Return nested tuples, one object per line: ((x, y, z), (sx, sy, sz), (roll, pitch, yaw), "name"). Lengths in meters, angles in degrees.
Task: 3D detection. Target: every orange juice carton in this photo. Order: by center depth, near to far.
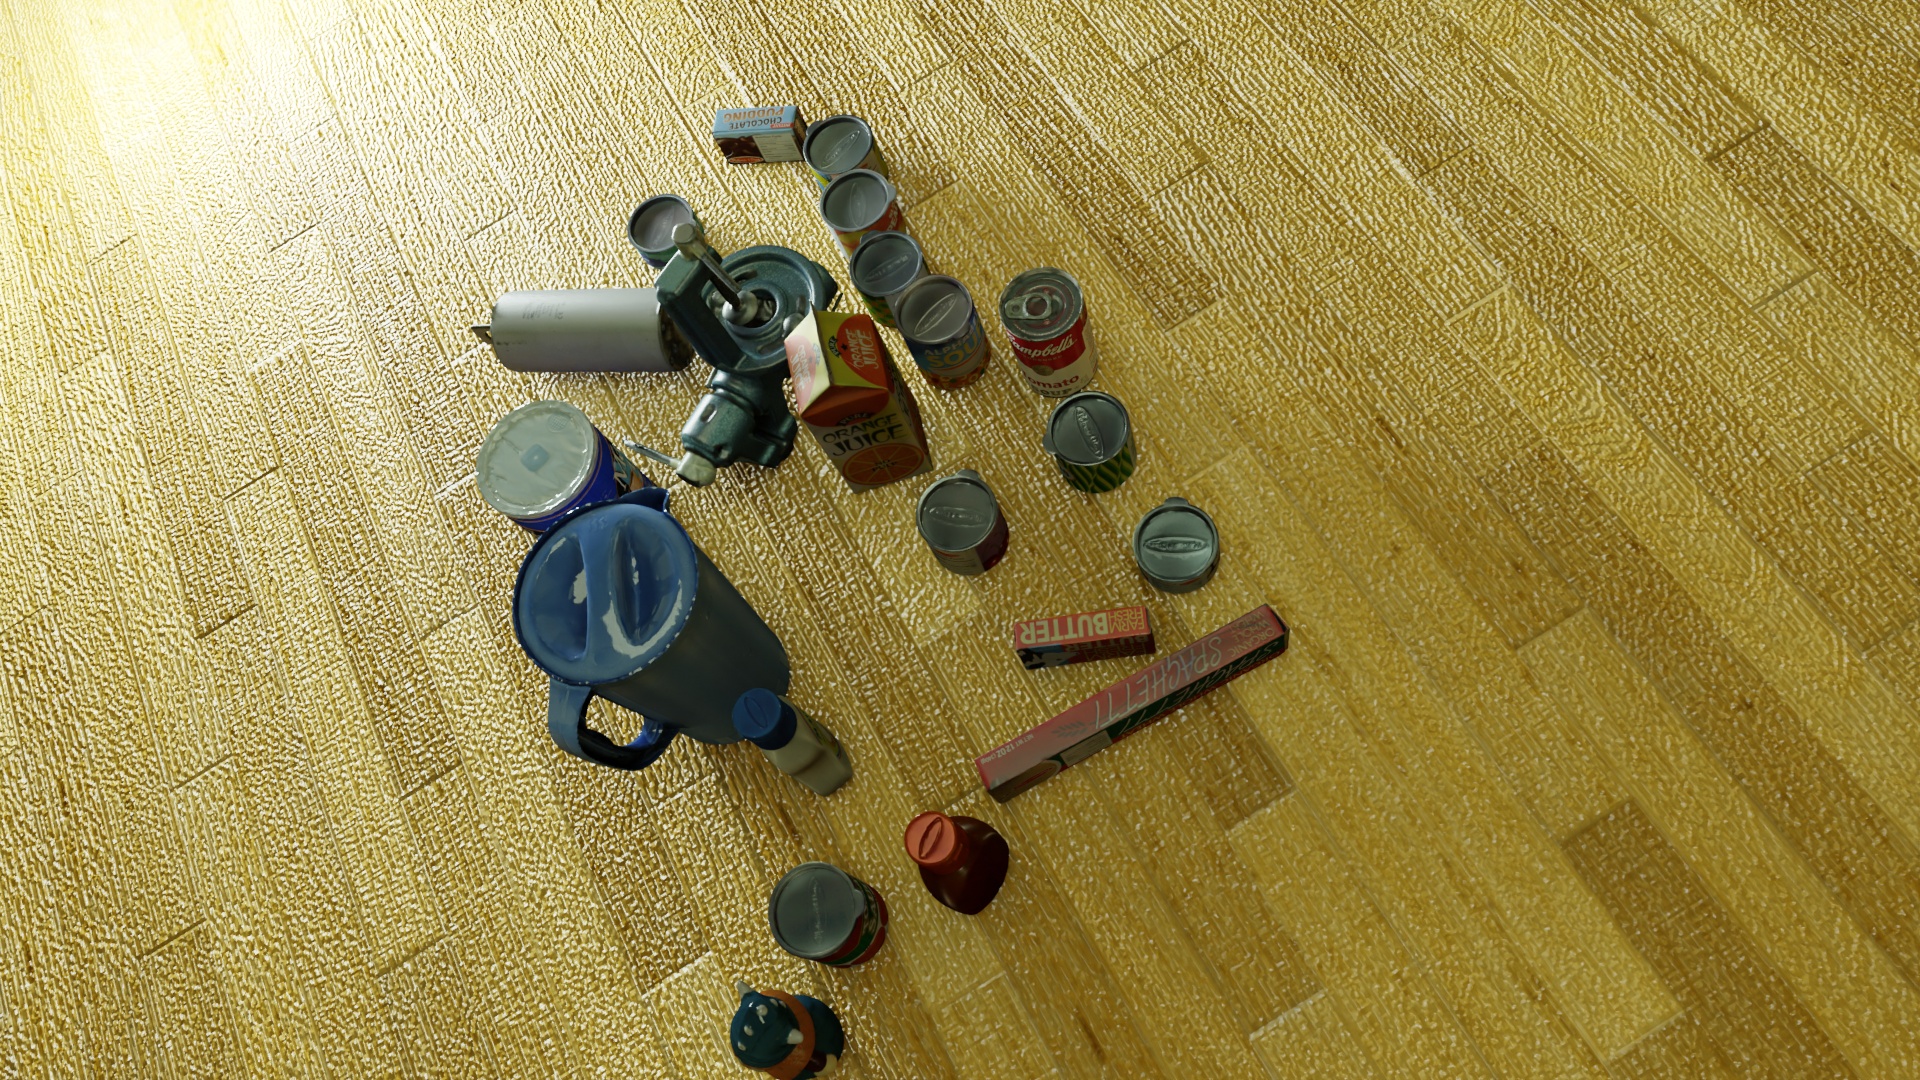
((-0.084, -0.114, 1.102), (0.073, 0.192, 0.072), (-17, 65, 6), "orange juice carton")

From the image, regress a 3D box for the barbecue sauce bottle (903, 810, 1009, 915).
((-0.003, 0.220, 0.968), (0.044, 0.148, 0.065), (22, 75, 20), "barbecue sauce bottle")

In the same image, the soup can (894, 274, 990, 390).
((-0.012, -0.172, 1.170), (0.071, 0.083, 0.071), (-5, 67, 11), "soup can")

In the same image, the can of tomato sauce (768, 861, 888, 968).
((-0.092, 0.271, 1.003), (0.071, 0.083, 0.071), (-5, 67, 11), "can of tomato sauce")

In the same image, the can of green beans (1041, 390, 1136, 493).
((0.106, -0.078, 1.117), (0.071, 0.057, 0.071), (-5, 67, 11), "can of green beans")

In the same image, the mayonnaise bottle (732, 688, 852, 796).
((-0.125, 0.146, 1.027), (0.041, 0.147, 0.065), (-37, 65, -3), "mayonnaise bottle")

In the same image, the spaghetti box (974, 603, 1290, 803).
((0.129, 0.122, 1.033), (0.250, 0.050, 0.029), (-28, 65, 0), "spaghetti box")

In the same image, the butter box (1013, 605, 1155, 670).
((0.095, 0.074, 1.059), (0.103, 0.053, 0.024), (-8, 67, 10), "butter box")

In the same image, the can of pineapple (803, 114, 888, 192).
((-0.105, -0.350, 1.280), (0.071, 0.057, 0.071), (-5, 67, 11), "can of pineapple")

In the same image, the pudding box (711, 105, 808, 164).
((-0.188, -0.385, 1.319), (0.084, 0.049, 0.030), (0, 68, 13), "pudding box")

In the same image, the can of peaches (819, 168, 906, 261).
((-0.085, -0.290, 1.251), (0.071, 0.058, 0.071), (-5, 67, 11), "can of peaches")

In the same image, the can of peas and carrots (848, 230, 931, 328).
((-0.060, -0.230, 1.219), (0.071, 0.058, 0.071), (-5, 67, 11), "can of peas and carrots")

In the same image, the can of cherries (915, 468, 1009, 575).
((0.004, -0.014, 1.114), (0.071, 0.058, 0.072), (-5, 67, 11), "can of cherries")

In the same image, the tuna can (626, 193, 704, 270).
((-0.275, -0.290, 1.309), (0.071, 0.032, 0.071), (-5, 67, 11), "tuna can")

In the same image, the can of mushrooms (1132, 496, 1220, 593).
((0.169, 0.004, 1.082), (0.071, 0.033, 0.071), (-5, 67, 11), "can of mushrooms")
